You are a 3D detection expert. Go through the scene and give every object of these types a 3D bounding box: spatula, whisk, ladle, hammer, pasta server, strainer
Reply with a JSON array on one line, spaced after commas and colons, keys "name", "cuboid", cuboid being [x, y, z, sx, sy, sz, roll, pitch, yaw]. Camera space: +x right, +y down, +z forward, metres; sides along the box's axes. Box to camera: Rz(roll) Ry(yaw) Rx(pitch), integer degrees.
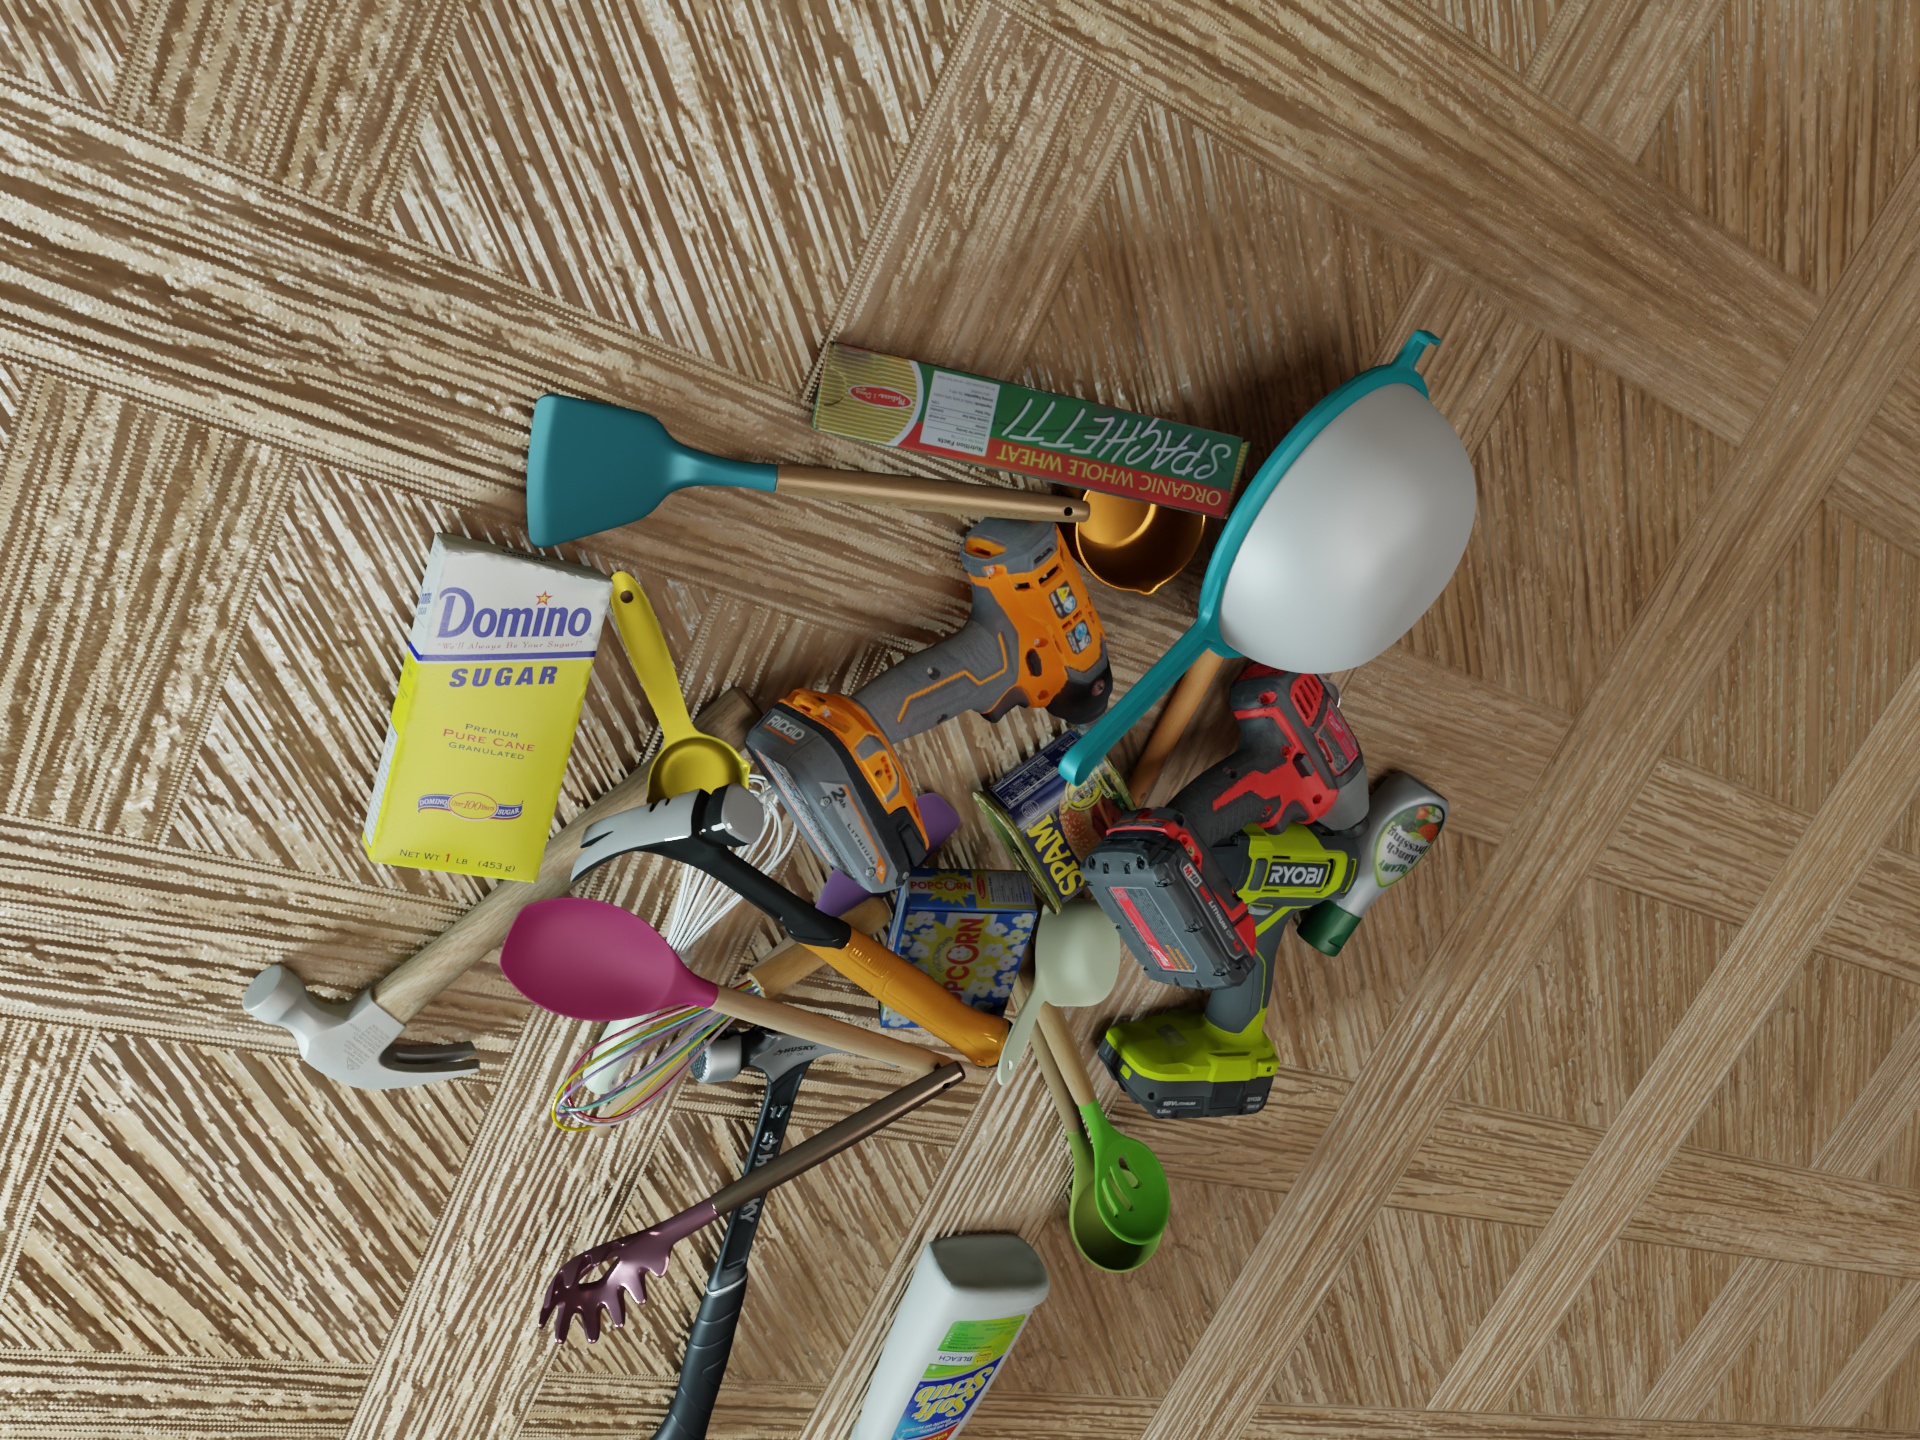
[{"name": "spatula", "cuboid": [-0.076, -0.127, 0.883, 0.317, 0.044, 0.082, 3, 110, -15]}, {"name": "whisk", "cuboid": [-0.174, 0.137, 0.993, 0.059, 0.058, 0.246, 32, 106, 1]}, {"name": "ladle", "cuboid": [0.085, 0.291, 1.189, 0.078, 0.062, 0.319, -32, 122, -20]}, {"name": "spatula", "cuboid": [-0.125, 0.161, 1.043, 0.316, 0.018, 0.059, -44, 134, 0]}, {"name": "hammer", "cuboid": [-0.156, 0.378, 1.124, 0.149, 0.036, 0.408, 1, 118, -33]}, {"name": "pasta server", "cuboid": [-0.134, 0.308, 1.033, 0.316, 0.040, 0.060, -30, 127, 2]}, {"name": "spatula", "cuboid": [0.192, -0.073, 1.058, 0.081, 0.041, 0.322, 4, 118, -54]}, {"name": "hammer", "cuboid": [-0.078, 0.139, 0.965, 0.127, 0.034, 0.336, -16, 141, 32]}, {"name": "strainer", "cuboid": [0.205, -0.061, 0.964, 0.340, 0.095, 0.210, -44, 153, -14]}, {"name": "whisk", "cuboid": [-0.146, 0.181, 0.995, 0.245, 0.051, 0.047, -30, 104, -24]}, {"name": "hammer", "cuboid": [-0.248, 0.098, 0.944, 0.331, 0.031, 0.129, -39, 125, -2]}]

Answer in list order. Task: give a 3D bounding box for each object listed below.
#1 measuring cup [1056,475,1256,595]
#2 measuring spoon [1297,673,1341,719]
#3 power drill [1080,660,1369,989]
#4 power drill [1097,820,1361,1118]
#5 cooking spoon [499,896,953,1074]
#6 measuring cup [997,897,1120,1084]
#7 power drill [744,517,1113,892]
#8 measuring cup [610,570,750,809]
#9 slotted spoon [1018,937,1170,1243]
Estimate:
[{"name": "measuring cup", "cuboid": [0.141, -0.140, 0.987, 0.173, 0.052, 0.095, -16, 117, -15]}, {"name": "measuring spoon", "cuboid": [0.236, -0.052, 1.110, 0.034, 0.018, 0.124, -29, 117, -11]}, {"name": "power drill", "cuboid": [0.192, 0.070, 1.056, 0.220, 0.078, 0.143, -44, 111, -30]}, {"name": "power drill", "cuboid": [0.186, 0.175, 1.166, 0.171, 0.080, 0.223, 5, 109, -28]}, {"name": "cooking spoon", "cuboid": [-0.130, 0.175, 0.969, 0.318, 0.017, 0.069, 25, 85, -32]}, {"name": "measuring cup", "cuboid": [0.068, 0.185, 1.071, 0.038, 0.168, 0.083, -3, 121, 27]}, {"name": "power drill", "cuboid": [-0.002, -0.003, 0.963, 0.226, 0.084, 0.164, -42, 126, -18]}, {"name": "measuring cup", "cuboid": [-0.168, -0.011, 0.911, 0.062, 0.029, 0.156, -21, 95, -11]}, {"name": "slotted spoon", "cuboid": [0.083, 0.251, 1.146, 0.070, 0.031, 0.313, -41, 118, -37]}]
